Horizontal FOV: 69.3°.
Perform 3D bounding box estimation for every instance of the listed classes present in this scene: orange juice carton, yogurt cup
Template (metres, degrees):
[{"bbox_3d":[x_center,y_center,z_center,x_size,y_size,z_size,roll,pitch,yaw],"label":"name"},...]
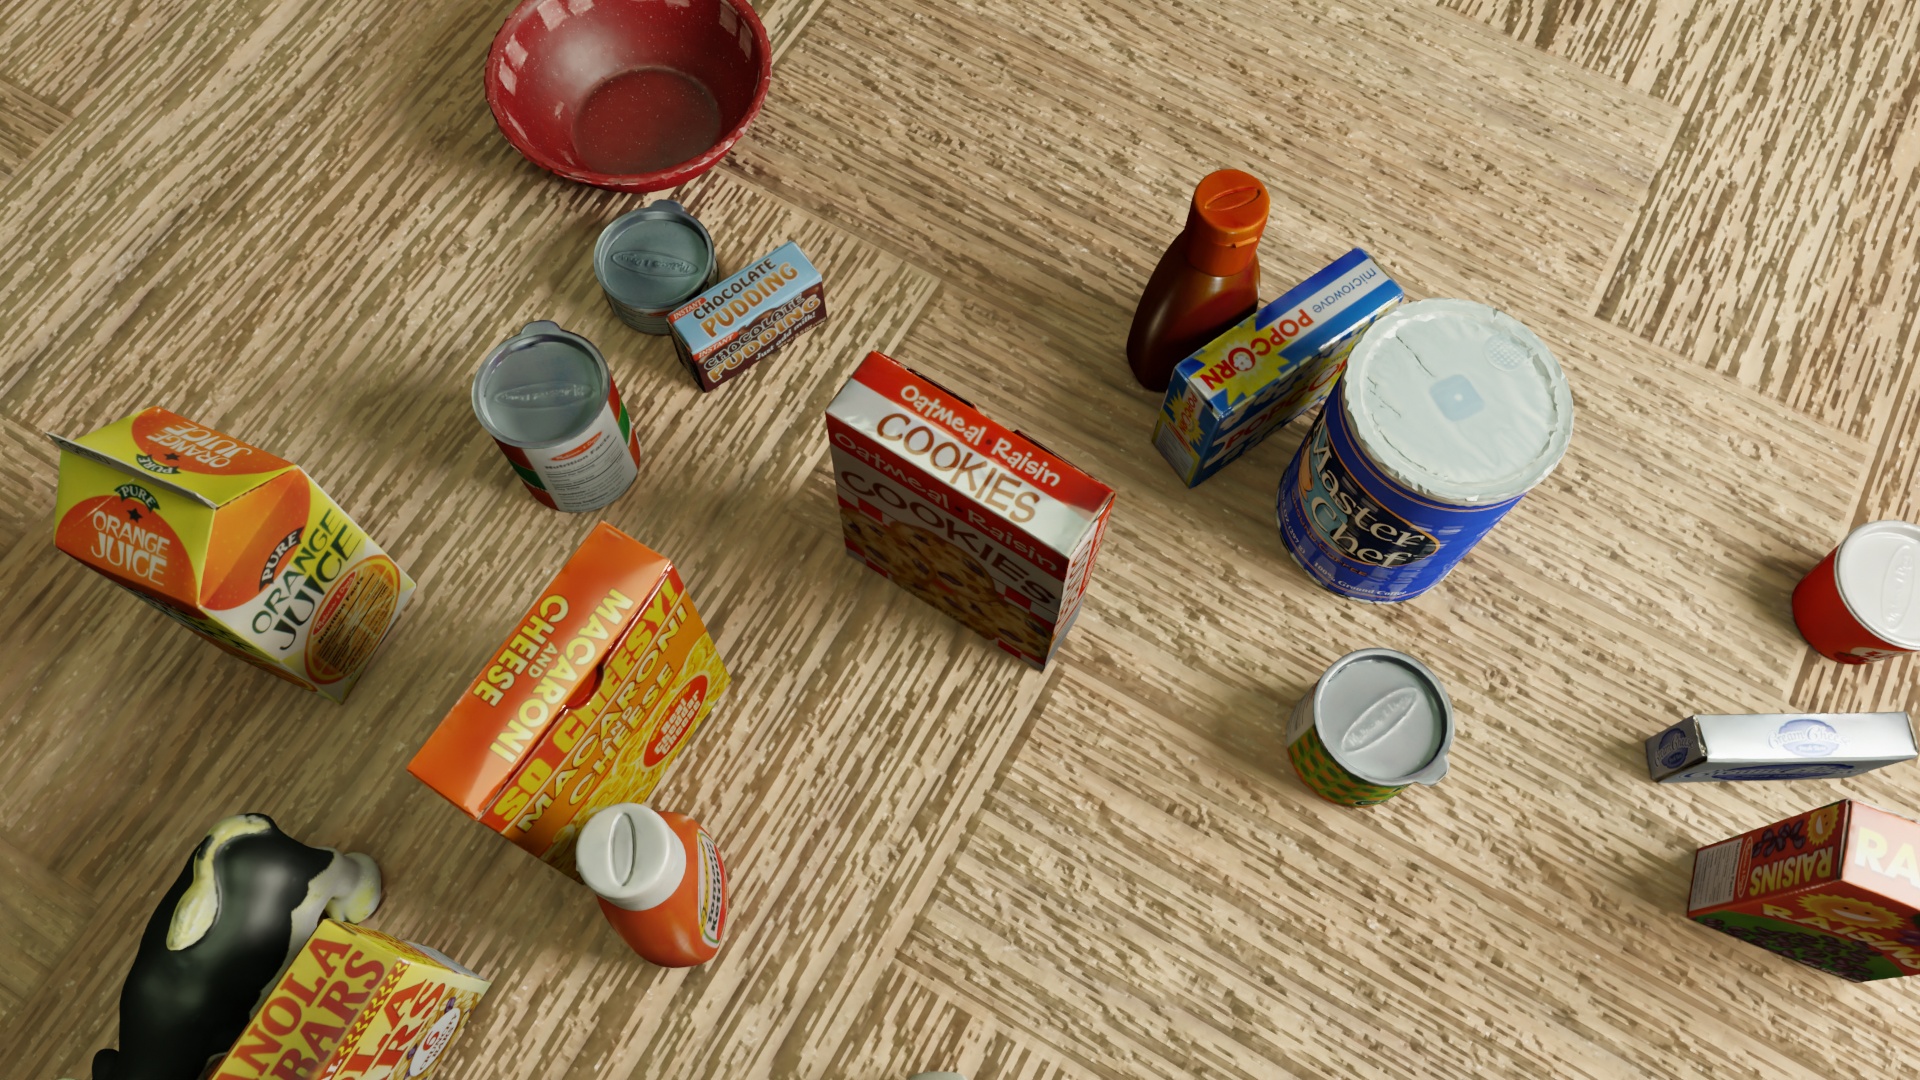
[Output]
[{"bbox_3d":[-0.325,0.005,0.623,0.072,0.192,0.073,22,69,8],"label":"orange juice carton"},{"bbox_3d":[0.464,0.030,0.705,0.072,0.053,0.072,0,68,-1],"label":"yogurt cup"}]

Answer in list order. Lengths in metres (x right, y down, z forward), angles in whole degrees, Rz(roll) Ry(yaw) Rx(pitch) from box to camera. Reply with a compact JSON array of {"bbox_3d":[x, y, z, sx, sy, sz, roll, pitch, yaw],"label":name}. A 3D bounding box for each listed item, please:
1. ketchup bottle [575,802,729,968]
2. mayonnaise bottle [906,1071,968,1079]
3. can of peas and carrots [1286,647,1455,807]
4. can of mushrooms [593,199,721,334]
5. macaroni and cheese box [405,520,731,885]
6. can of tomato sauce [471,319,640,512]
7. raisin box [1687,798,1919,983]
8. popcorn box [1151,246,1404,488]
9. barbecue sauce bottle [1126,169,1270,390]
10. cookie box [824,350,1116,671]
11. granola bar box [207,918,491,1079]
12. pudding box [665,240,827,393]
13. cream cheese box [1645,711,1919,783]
[{"bbox_3d":[-0.130,0.144,0.594,0.043,0.148,0.065,-5,68,-3],"label":"ketchup bottle"},{"bbox_3d":[-0.009,0.246,0.555,0.041,0.147,0.065,0,68,-1],"label":"mayonnaise bottle"},{"bbox_3d":[0.198,0.093,0.671,0.071,0.058,0.071,0,68,-1],"label":"can of peas and carrots"},{"bbox_3d":[-0.168,-0.152,0.776,0.071,0.033,0.071,0,68,-1],"label":"can of mushrooms"},{"bbox_3d":[-0.161,0.078,0.611,0.040,0.165,0.124,30,71,10],"label":"macaroni and cheese box"},{"bbox_3d":[-0.205,-0.061,0.712,0.071,0.082,0.071,0,68,-1],"label":"can of tomato sauce"},{"bbox_3d":[0.396,0.157,0.614,0.086,0.123,0.040,21,69,7],"label":"raisin box"},{"bbox_3d":[0.165,-0.090,0.730,0.127,0.085,0.038,-34,73,-14],"label":"popcorn box"},{"bbox_3d":[0.125,-0.130,0.712,0.065,0.148,0.044,-19,70,-8],"label":"barbecue sauce bottle"},{"bbox_3d":[0.002,-0.008,0.649,0.123,0.166,0.040,31,71,11],"label":"cookie box"},{"bbox_3d":[-0.272,0.241,0.564,0.039,0.123,0.166,27,70,9],"label":"granola bar box"},{"bbox_3d":[-0.115,-0.122,0.757,0.084,0.049,0.030,-34,73,-14],"label":"pudding box"},{"bbox_3d":[0.396,0.101,0.675,0.104,0.053,0.024,-1,68,-2],"label":"cream cheese box"}]
